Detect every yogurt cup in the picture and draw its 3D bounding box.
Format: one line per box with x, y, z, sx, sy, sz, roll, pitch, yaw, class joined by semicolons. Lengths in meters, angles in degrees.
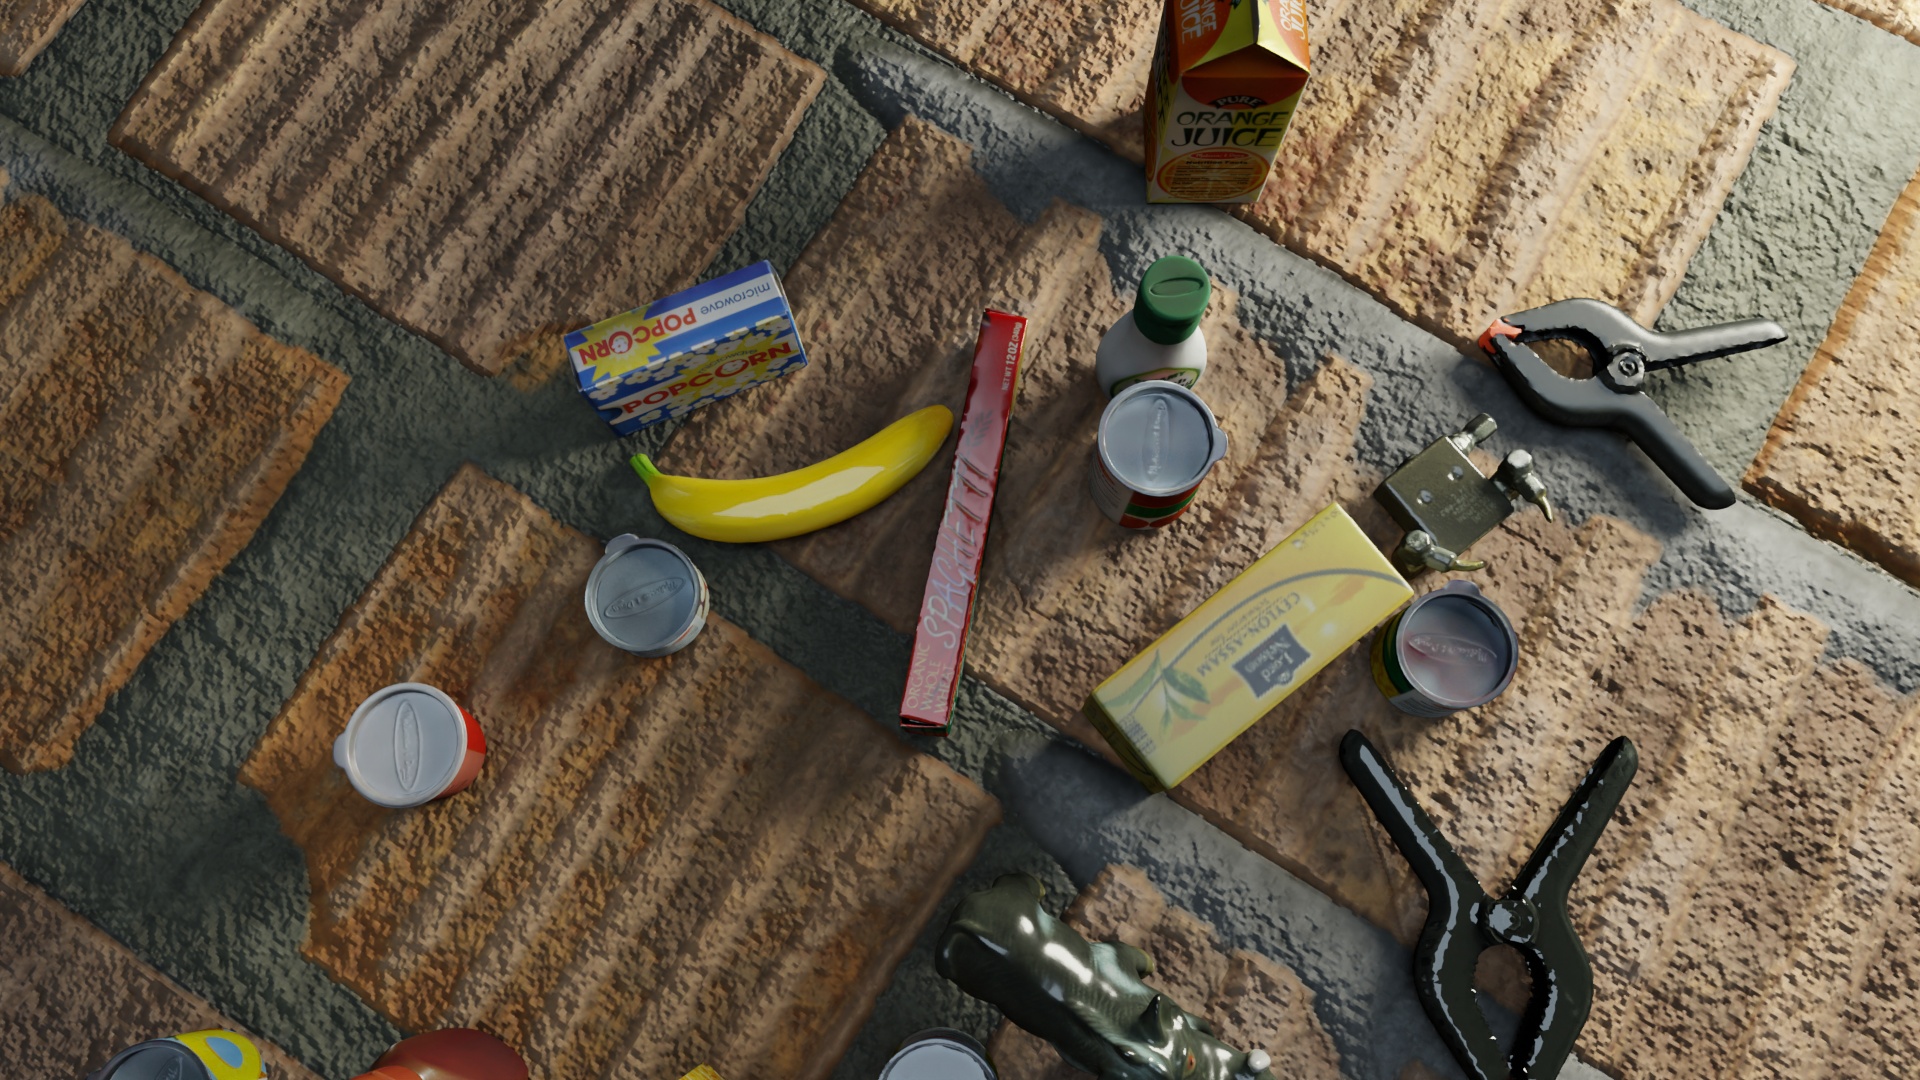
-0.302;0.117;0.779;0.072;0.054;0.072;0;76;1;yogurt cup

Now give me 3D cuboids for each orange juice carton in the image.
0.151;-0.269;0.797;0.073;0.192;0.072;-1;77;1;orange juice carton

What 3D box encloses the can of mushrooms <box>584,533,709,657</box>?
-0.182;0.032;0.809;0.071;0.033;0.071;0;76;1;can of mushrooms

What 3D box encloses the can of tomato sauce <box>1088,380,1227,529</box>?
0.111;-0.047;0.799;0.071;0.083;0.071;0;76;1;can of tomato sauce

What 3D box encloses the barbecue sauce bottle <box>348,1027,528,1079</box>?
-0.268;0.275;0.690;0.065;0.148;0.044;21;78;6;barbecue sauce bottle

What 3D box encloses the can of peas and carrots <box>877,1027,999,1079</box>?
-0.012;0.295;0.728;0.071;0.058;0.071;0;76;1;can of peas and carrots

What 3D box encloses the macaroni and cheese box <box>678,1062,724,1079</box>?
-0.108;0.319;0.668;0.124;0.166;0.040;40;80;10;macaroni and cheese box

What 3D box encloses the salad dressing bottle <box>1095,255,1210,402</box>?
0.111;-0.113;0.782;0.064;0.147;0.044;-7;77;-1;salad dressing bottle

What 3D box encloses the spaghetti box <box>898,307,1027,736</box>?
0.003;-0.010;0.808;0.029;0.050;0.250;11;76;4;spaghetti box

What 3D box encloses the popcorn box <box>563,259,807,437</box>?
-0.158;-0.111;0.818;0.127;0.085;0.038;-22;77;-4;popcorn box

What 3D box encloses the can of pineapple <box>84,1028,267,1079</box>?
-0.414;0.294;0.735;0.071;0.057;0.071;0;76;1;can of pineapple

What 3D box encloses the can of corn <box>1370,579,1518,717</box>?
0.271;0.062;0.782;0.071;0.058;0.071;0;76;1;can of corn
